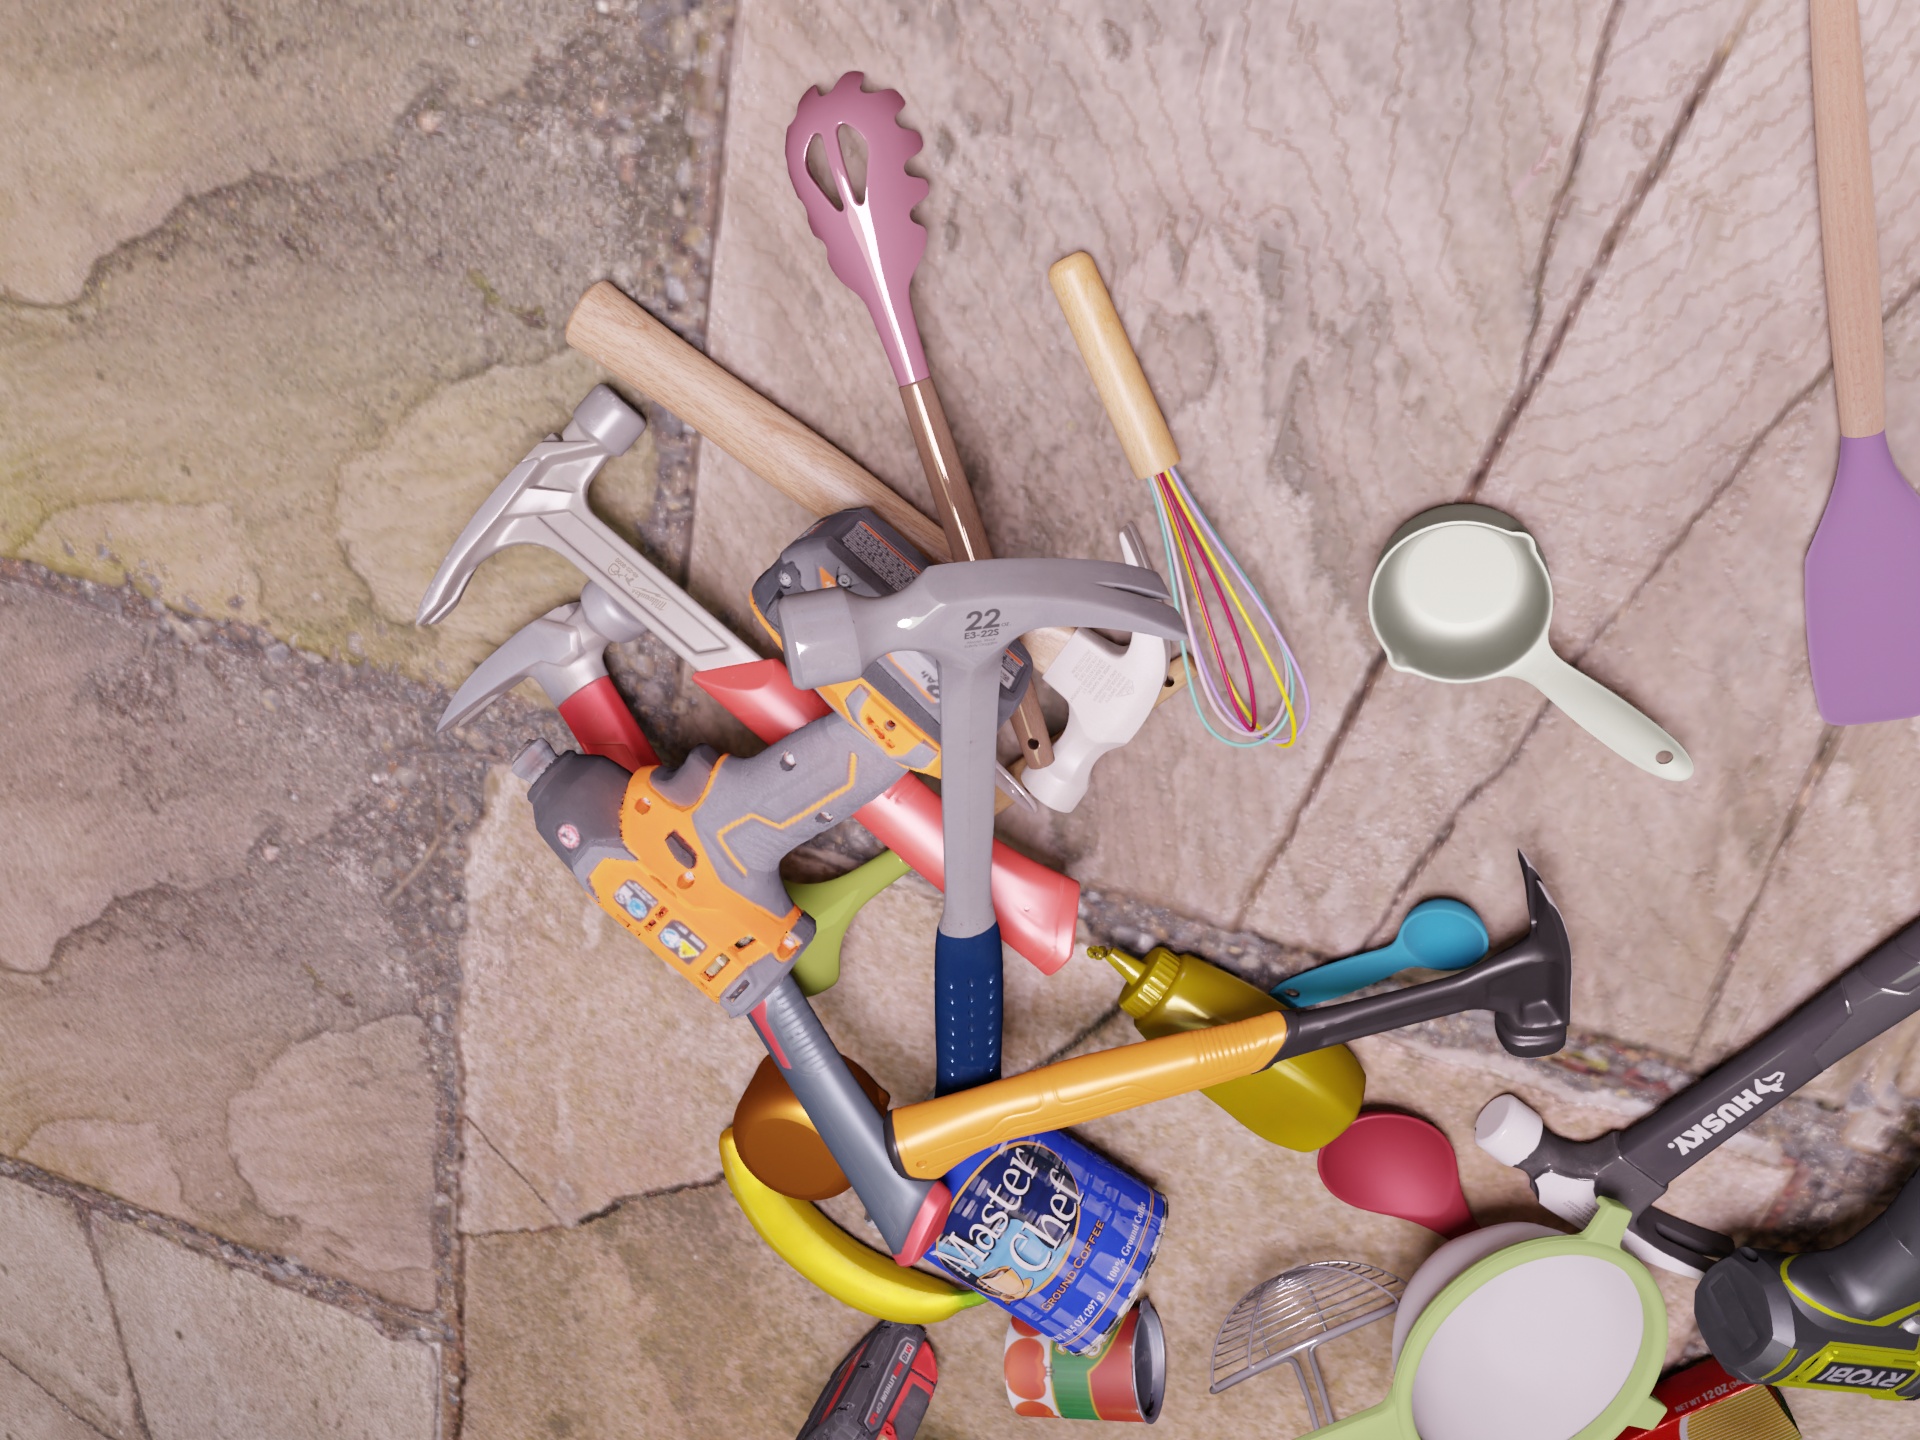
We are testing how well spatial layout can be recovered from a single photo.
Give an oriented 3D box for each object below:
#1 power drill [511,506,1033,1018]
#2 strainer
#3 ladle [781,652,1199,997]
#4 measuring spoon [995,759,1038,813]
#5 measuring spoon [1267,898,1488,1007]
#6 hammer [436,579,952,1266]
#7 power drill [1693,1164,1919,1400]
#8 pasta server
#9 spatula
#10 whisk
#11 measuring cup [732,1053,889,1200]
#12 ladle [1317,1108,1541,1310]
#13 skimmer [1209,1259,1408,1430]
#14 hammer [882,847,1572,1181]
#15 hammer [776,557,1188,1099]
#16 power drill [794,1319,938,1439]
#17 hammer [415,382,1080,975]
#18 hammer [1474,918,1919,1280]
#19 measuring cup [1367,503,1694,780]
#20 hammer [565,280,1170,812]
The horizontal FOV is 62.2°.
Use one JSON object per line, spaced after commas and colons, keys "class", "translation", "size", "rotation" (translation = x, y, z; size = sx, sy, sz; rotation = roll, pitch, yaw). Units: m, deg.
{"class": "power drill", "translation": [-0.095, 0.014, 0.718], "size": [0.164, 0.084, 0.226], "rotation": [41, 114, -5]}
{"class": "strainer", "translation": [0.231, 0.333, 0.817], "size": [0.256, 0.069, 0.151], "rotation": [-20, 112, -4]}
{"class": "ladle", "translation": [-0.005, 0.054, 0.834], "size": [0.320, 0.062, 0.078], "rotation": [-35, 90, 23]}
{"class": "measuring spoon", "translation": [-0.001, -0.003, 0.791], "size": [0.124, 0.018, 0.034], "rotation": [46, 161, 9]}
{"class": "measuring spoon", "translation": [0.209, 0.119, 0.810], "size": [0.042, 0.021, 0.128], "rotation": [45, 131, -17]}
{"class": "hammer", "translation": [-0.132, 0.119, 0.841], "size": [0.143, 0.038, 0.386], "rotation": [-33, 87, 25]}
{"class": "power drill", "translation": [0.474, 0.236, 0.735], "size": [0.171, 0.080, 0.223], "rotation": [12, 127, -17]}
{"class": "pasta server", "translation": [-0.010, -0.126, 0.708], "size": [0.060, 0.040, 0.316], "rotation": [-14, 106, 17]}
{"class": "spatula", "translation": [0.352, -0.137, 0.619], "size": [0.060, 0.018, 0.315], "rotation": [-9, 115, 22]}
{"class": "whisk", "translation": [0.096, -0.093, 0.717], "size": [0.051, 0.047, 0.245], "rotation": [-23, 104, 14]}
{"class": "measuring cup", "translation": [-0.106, 0.209, 0.937], "size": [0.095, 0.052, 0.173], "rotation": [-10, 116, 23]}
{"class": "ladle", "translation": [0.313, 0.314, 0.873], "size": [0.315, 0.031, 0.069], "rotation": [43, 113, -10]}
{"class": "skimmer", "translation": [0.232, 0.456, 0.939], "size": [0.127, 0.090, 0.363], "rotation": [-21, 115, -7]}
{"class": "hammer", "translation": [0.124, 0.156, 0.761], "size": [0.337, 0.034, 0.127], "rotation": [-16, 132, 4]}
{"class": "hammer", "translation": [0.009, 0.082, 0.699], "size": [0.144, 0.035, 0.405], "rotation": [-10, 140, -9]}
{"class": "power drill", "translation": [0.007, 0.492, 1.011], "size": [0.219, 0.143, 0.078], "rotation": [39, 118, 2]}
{"class": "hammer", "translation": [-0.089, 0.005, 0.782], "size": [0.359, 0.037, 0.149], "rotation": [41, 95, -1]}
{"class": "hammer", "translation": [0.411, 0.148, 0.745], "size": [0.146, 0.035, 0.334], "rotation": [36, 122, -2]}
{"class": "measuring cup", "translation": [0.254, -0.031, 0.698], "size": [0.167, 0.038, 0.083], "rotation": [36, 122, -5]}
{"class": "hammer", "translation": [-0.044, -0.101, 0.751], "size": [0.331, 0.031, 0.130], "rotation": [36, 110, 1]}
